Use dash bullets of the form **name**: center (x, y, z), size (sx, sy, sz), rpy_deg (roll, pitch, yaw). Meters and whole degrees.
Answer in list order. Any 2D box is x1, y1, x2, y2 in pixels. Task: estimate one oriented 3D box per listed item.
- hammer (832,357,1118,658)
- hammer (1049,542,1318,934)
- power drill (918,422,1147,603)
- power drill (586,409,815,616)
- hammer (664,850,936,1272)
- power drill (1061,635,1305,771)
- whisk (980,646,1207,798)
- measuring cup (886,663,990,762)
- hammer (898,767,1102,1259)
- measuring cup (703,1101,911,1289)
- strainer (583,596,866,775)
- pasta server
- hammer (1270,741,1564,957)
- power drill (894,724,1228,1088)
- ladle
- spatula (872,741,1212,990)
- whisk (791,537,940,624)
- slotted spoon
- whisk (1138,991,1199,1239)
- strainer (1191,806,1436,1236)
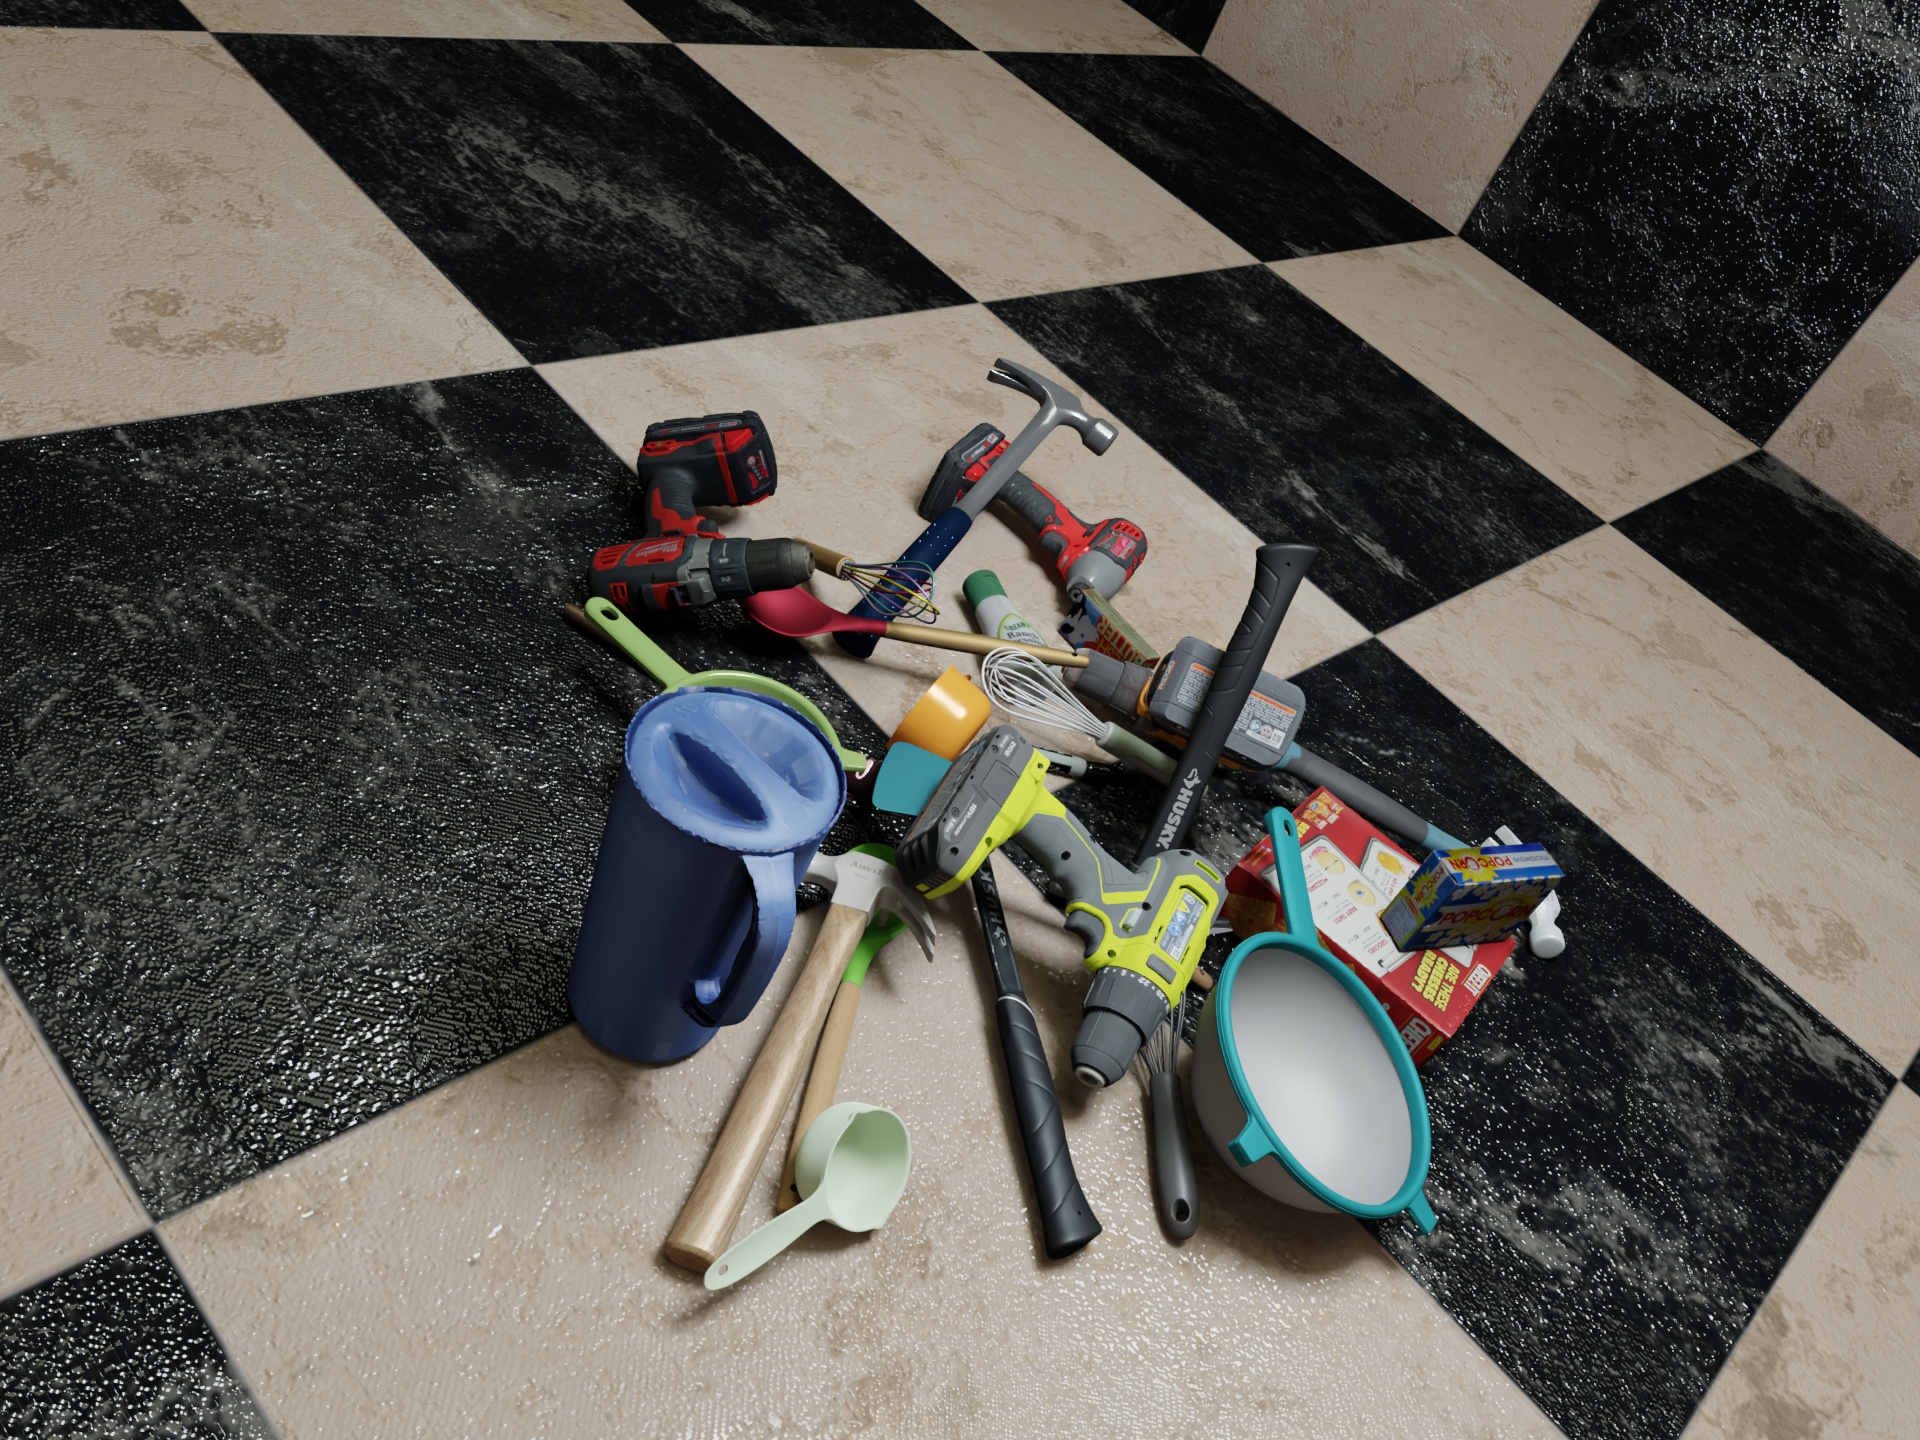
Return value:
- **hammer**: center (0.001, -0.204, 1.518), size (0.144, 0.035, 0.406), rpy_deg (37, 55, 1)
- **hammer**: center (0.202, 0.014, 1.259), size (0.146, 0.335, 0.035), rpy_deg (23, 7, -3)
- **power drill**: center (0.077, -0.199, 1.618), size (0.220, 0.078, 0.143), rpy_deg (34, 39, 5)
- **power drill**: center (-0.210, -0.176, 1.376), size (0.188, 0.080, 0.227), rpy_deg (-5, 41, 8)
- **hammer**: center (-0.109, 0.212, 1.050), size (0.130, 0.031, 0.331), rpy_deg (14, 43, 9)
- **power drill**: center (0.188, -0.019, 1.390), size (0.185, 0.084, 0.226), rpy_deg (25, -4, -4)
- **whisk**: center (0.120, 0.009, 1.396), size (0.246, 0.058, 0.059), rpy_deg (30, 65, -19)
- **measuring cup**: center (-0.002, -0.004, 1.359), size (0.052, 0.095, 0.173), rpy_deg (40, 21, 6)
- **hammer**: center (0.033, 0.193, 1.158), size (0.149, 0.036, 0.409), rpy_deg (20, 38, -33)
- **measuring cup**: center (-0.099, 0.291, 0.964), size (0.038, 0.083, 0.167), rpy_deg (5, 22, 44)
- **strainer**: center (-0.208, 0.004, 1.228), size (0.256, 0.069, 0.151), rpy_deg (41, 43, 19)
- **pasta server**: center (-0.188, -0.019, 1.290), size (0.316, 0.040, 0.060), rpy_deg (31, -3, 9)
- **hammer**: center (0.413, 0.098, 1.463), size (0.331, 0.033, 0.128), rpy_deg (29, 36, -12)
- **power drill**: center (0.071, 0.131, 1.139), size (0.228, 0.080, 0.191), rpy_deg (39, 56, -9)
- **ladle**: center (-0.040, -0.077, 1.383), size (0.315, 0.031, 0.069), rpy_deg (9, 45, -9)
- **spatula**: center (0.072, 0.121, 1.231), size (0.317, 0.044, 0.082), rpy_deg (39, 34, -15)
- **whisk**: center (-0.091, -0.131, 1.390), size (0.047, 0.051, 0.245), rpy_deg (-1, 17, -35)
- **slotted spoon**: center (-0.084, 0.205, 1.103), size (0.070, 0.031, 0.314), rpy_deg (21, 40, -6)
- **whisk**: center (0.145, 0.262, 1.154), size (0.055, 0.055, 0.239), rpy_deg (13, 44, -16)
- **strainer**: center (0.234, 0.219, 1.190), size (0.210, 0.095, 0.341), rpy_deg (27, 42, -27)
